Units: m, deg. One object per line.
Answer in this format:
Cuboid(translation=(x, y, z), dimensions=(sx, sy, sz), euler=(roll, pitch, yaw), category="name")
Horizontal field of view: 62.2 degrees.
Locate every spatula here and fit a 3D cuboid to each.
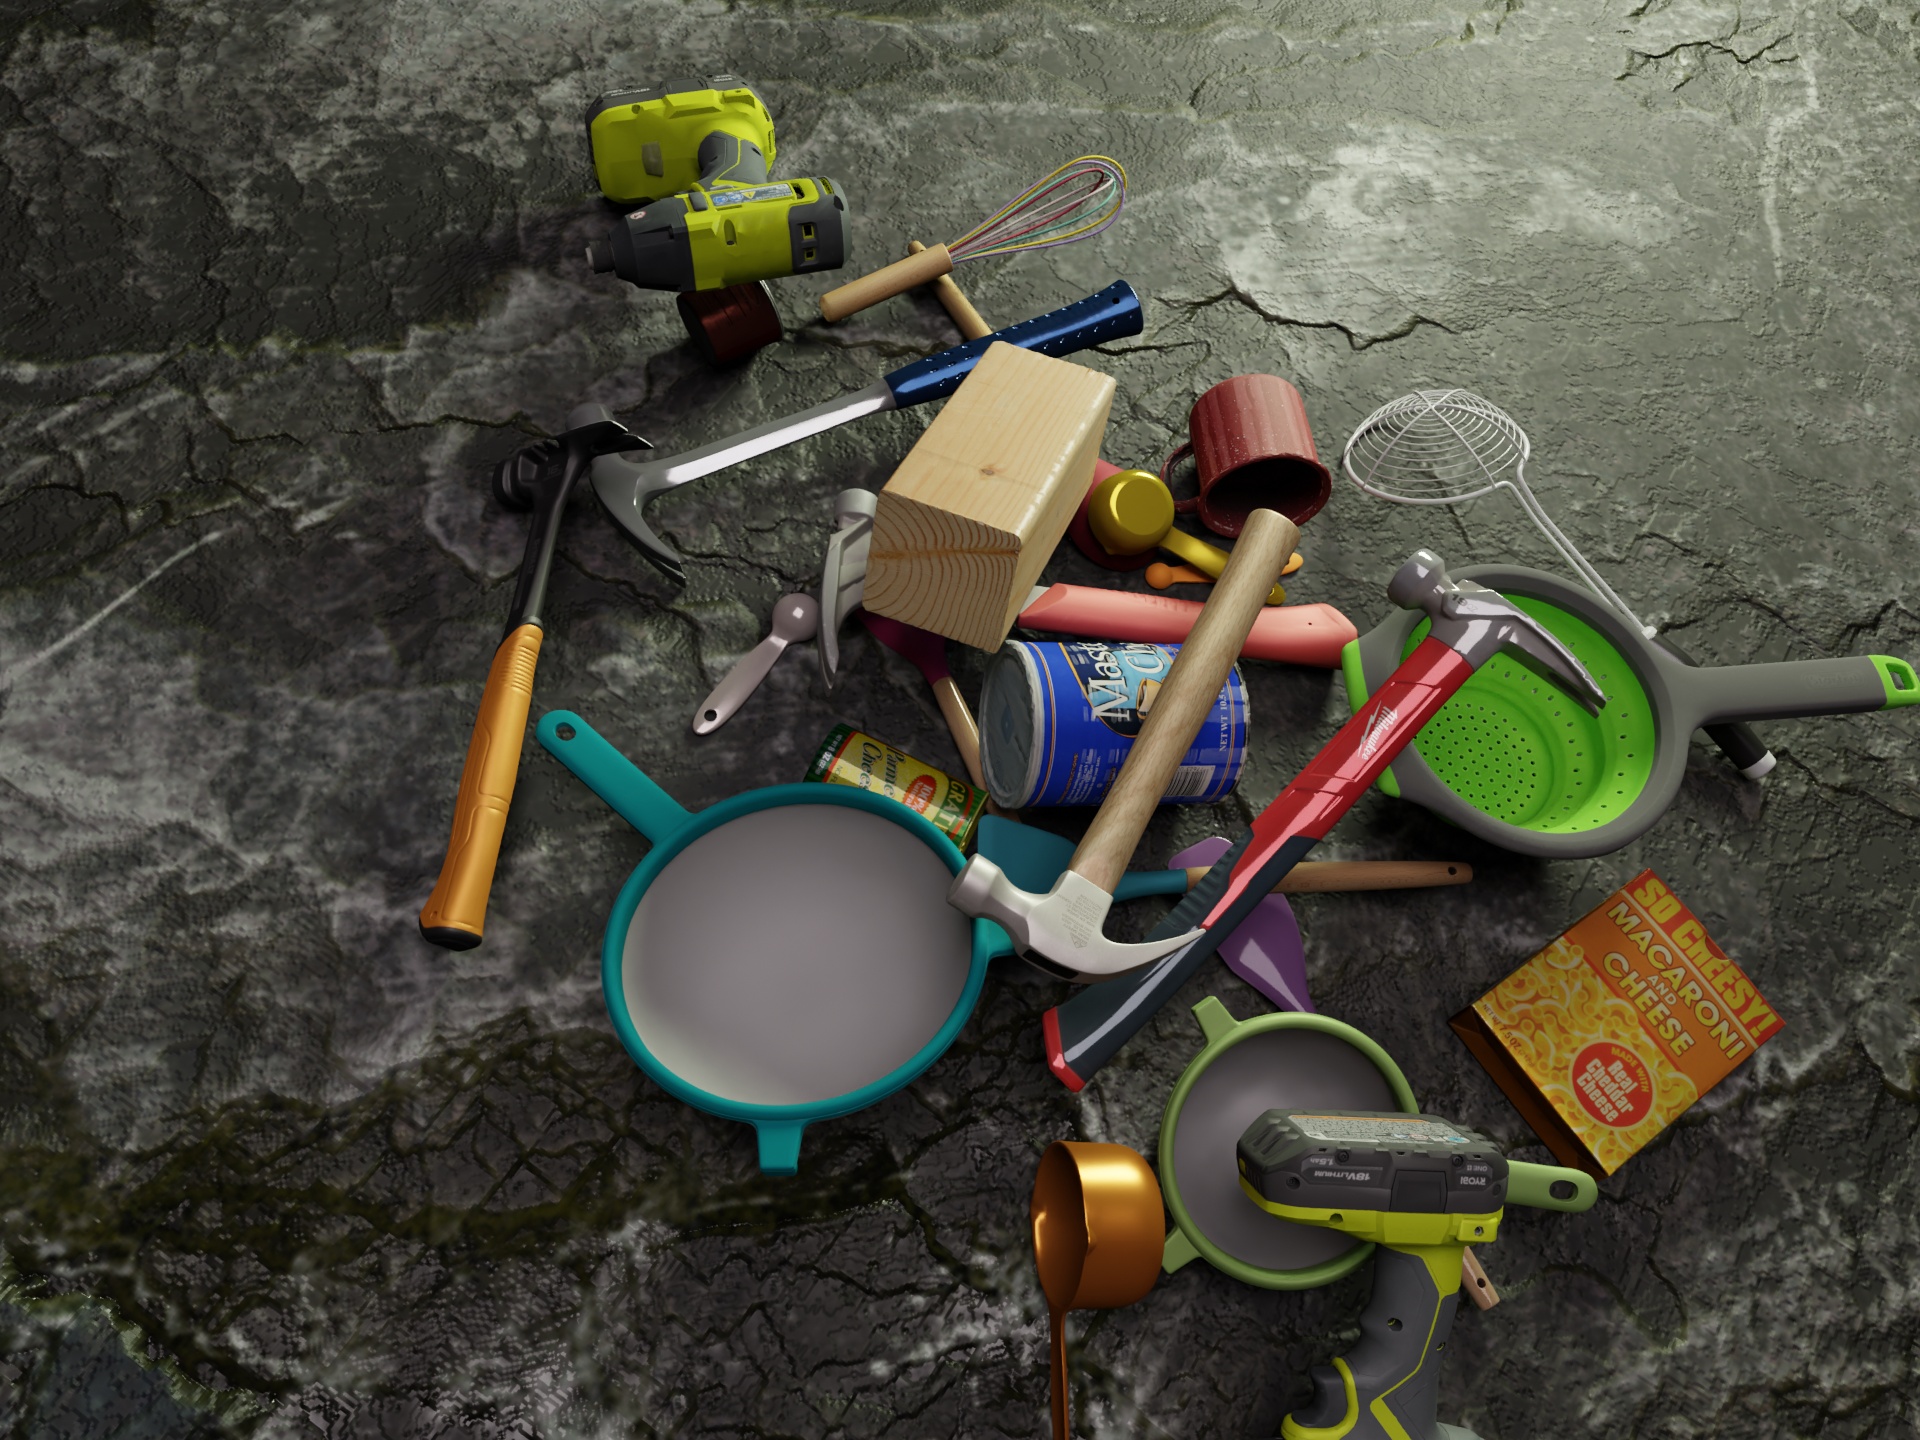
Cuboid(translation=(0.227, 0.205, 0.959), dimensions=(0.060, 0.018, 0.316), euler=(-24, 68, -17), category="spatula")
Cuboid(translation=(0.166, 0.097, 0.976), dimensions=(0.317, 0.044, 0.082), euler=(-1, 72, -7), category="spatula")

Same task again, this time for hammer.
Cuboid(translation=(-0.269, -0.026, 0.969), dimensions=(0.127, 0.034, 0.337), euler=(-11, 62, 37), category="hammer")
Cuboid(translation=(-0.057, -0.218, 1.102), dimensions=(0.405, 0.035, 0.144), euler=(-22, 69, -12), category="hammer")
Cuboid(translation=(0.086, -0.064, 1.050), dimensions=(0.359, 0.036, 0.149), euler=(7, 59, -8), category="hammer")
Cuboid(translation=(0.200, 0.077, 0.927), dimensions=(0.143, 0.038, 0.386), euler=(42, 83, 21), category="hammer")
Cuboid(translation=(0.123, 0.005, 0.915), dimensions=(0.130, 0.031, 0.331), euler=(33, 63, -2), category="hammer")

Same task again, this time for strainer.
Cuboid(translation=(0.230, 0.246, 0.907), dimensions=(0.256, 0.069, 0.151), euler=(10, 87, -8), category="strainer")
Cuboid(translation=(-0.133, 0.111, 0.926), dimensions=(0.341, 0.095, 0.211), euler=(36, 62, 29), category="strainer")

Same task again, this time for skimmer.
Cuboid(translation=(0.425, -0.095, 1.130), dimensions=(0.127, 0.090, 0.363), euler=(-38, 84, -25), category="skimmer")

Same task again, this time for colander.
Cuboid(translation=(0.431, 0.003, 1.044), dimensions=(0.397, 0.094, 0.205), euler=(-4, 65, -10), category="colander")

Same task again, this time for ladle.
Cuboid(translation=(0.046, -0.236, 1.149), dimensions=(0.069, 0.031, 0.316), euler=(-27, 69, -17), category="ladle")

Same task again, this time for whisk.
Cuboid(translation=(0.009, -0.353, 1.166), dimensions=(0.245, 0.047, 0.051), euler=(-24, 68, -2), category="whisk")

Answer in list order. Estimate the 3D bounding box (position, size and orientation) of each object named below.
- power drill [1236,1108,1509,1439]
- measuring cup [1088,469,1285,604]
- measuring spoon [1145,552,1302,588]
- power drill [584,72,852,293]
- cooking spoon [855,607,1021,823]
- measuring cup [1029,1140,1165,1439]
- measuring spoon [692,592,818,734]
Cuboid(translation=(0.195, 0.326, 0.828), dimensions=(0.190, 0.080, 0.228), euler=(4, 90, -6), category="power drill")
Cuboid(translation=(0.161, -0.120, 1.086), dimensions=(0.156, 0.029, 0.062), euler=(27, 79, -10), category="measuring cup")
Cuboid(translation=(0.186, -0.108, 1.111), dimensions=(0.117, 0.011, 0.021), euler=(-7, 65, -11), category="measuring spoon")
Cuboid(translation=(-0.185, -0.369, 1.106), dimensions=(0.171, 0.080, 0.223), euler=(-13, 43, -13), category="power drill")
Cuboid(translation=(-0.002, -0.003, 1.030), dimensions=(0.068, 0.017, 0.319), euler=(-18, 67, -16), category="cooking spoon")
Cuboid(translation=(0.076, 0.316, 0.860), dimensions=(0.052, 0.095, 0.174), euler=(2, 83, -16), category="measuring cup")
Cuboid(translation=(-0.132, -0.038, 1.030), dimensions=(0.034, 0.018, 0.124), euler=(34, 65, 9), category="measuring spoon")
